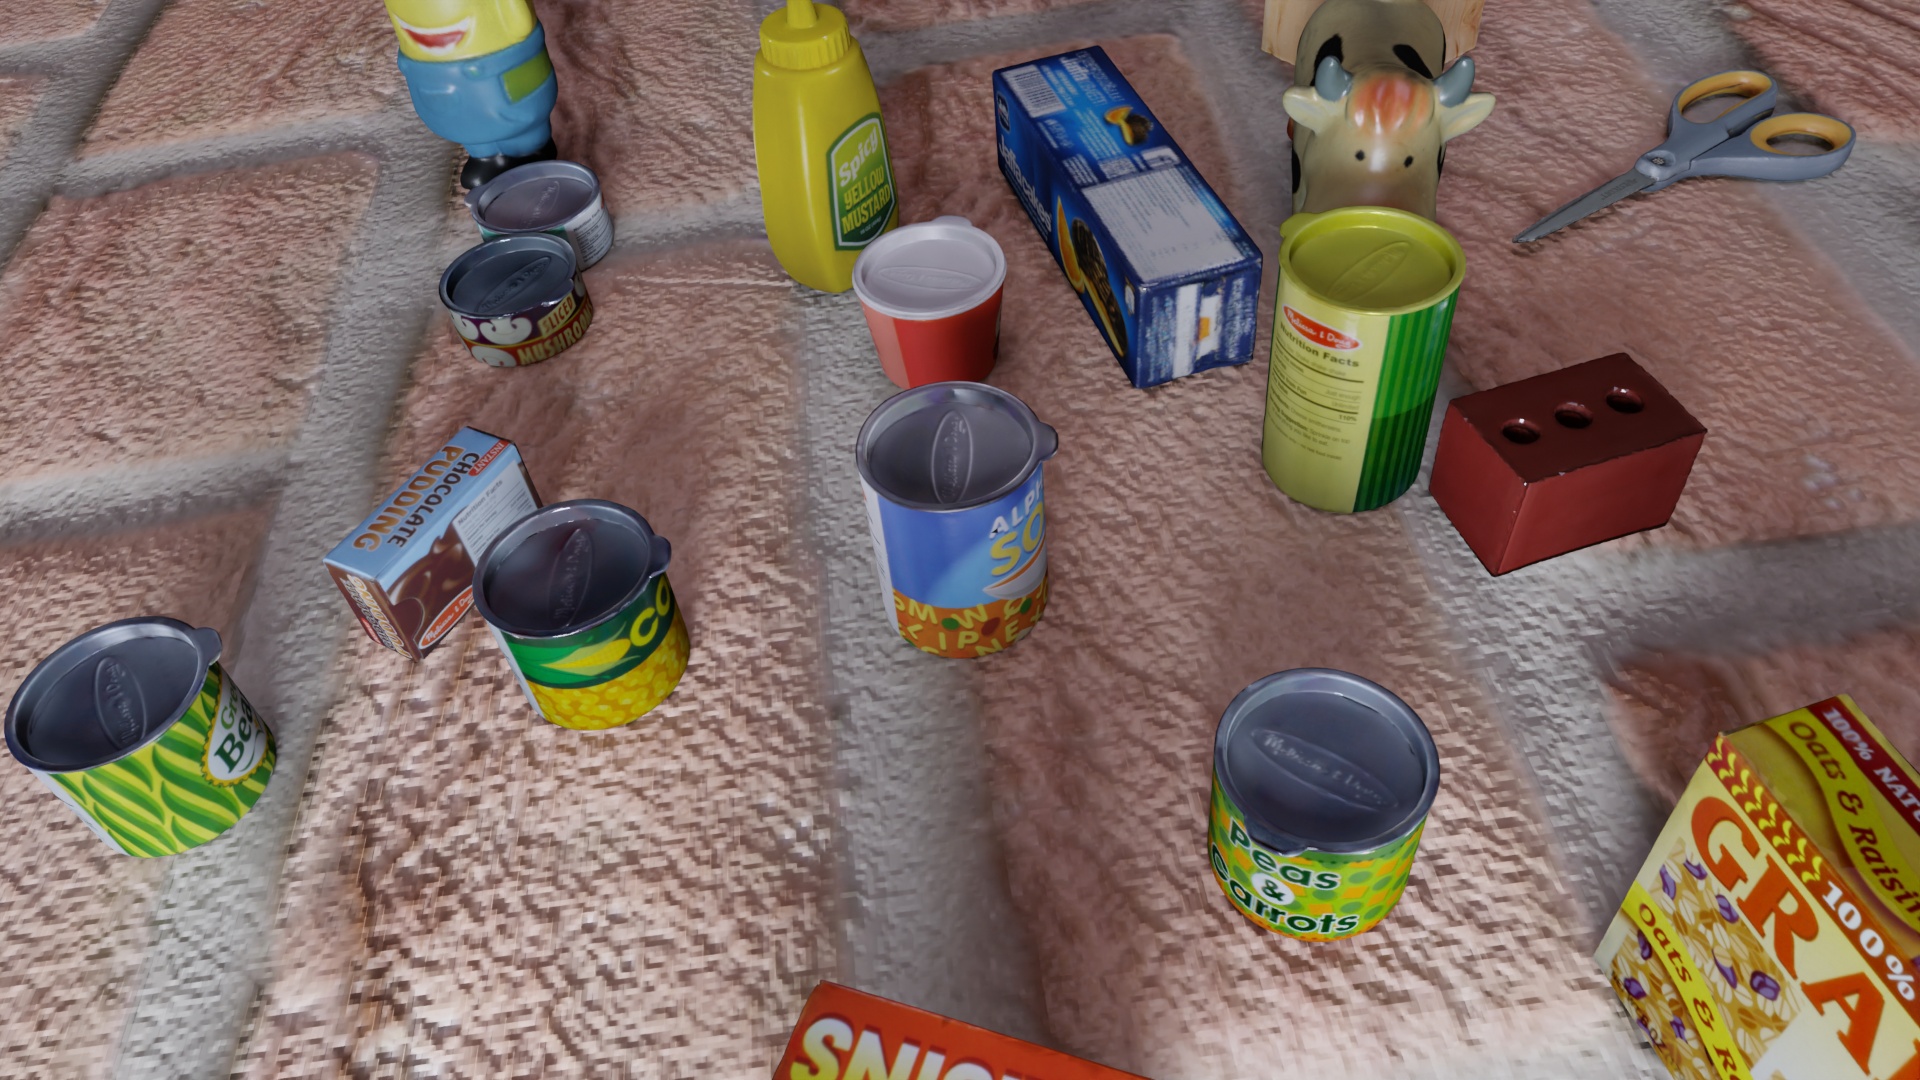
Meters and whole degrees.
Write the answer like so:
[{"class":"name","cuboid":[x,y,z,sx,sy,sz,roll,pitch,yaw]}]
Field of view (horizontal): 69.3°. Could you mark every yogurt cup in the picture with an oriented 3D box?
[{"class":"yogurt cup","cuboid":[-0.012,-0.103,0.627,0.072,0.053,0.073,-3,47,3]}]

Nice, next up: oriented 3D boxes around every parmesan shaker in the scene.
[{"class":"parmesan shaker","cuboid":[0.153,-0.071,0.545,0.071,0.102,0.072,-3,47,3]}]

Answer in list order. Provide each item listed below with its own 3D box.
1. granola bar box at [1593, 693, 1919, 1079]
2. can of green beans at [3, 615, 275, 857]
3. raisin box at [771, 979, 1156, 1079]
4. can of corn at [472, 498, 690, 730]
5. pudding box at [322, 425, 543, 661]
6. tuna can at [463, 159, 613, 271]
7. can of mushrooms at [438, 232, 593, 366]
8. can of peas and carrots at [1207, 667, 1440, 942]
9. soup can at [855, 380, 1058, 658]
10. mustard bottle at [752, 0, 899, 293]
[{"class":"granola bar box","cuboid":[0.230,0.138,0.328,0.039,0.123,0.166,-15,48,-8]},{"class":"can of green beans","cuboid":[-0.288,0.070,0.493,0.071,0.057,0.071,-3,47,3]},{"class":"raisin box","cuboid":[0.006,0.159,0.334,0.086,0.122,0.040,12,50,17]},{"class":"can of corn","cuboid":[-0.136,0.028,0.516,0.071,0.058,0.071,-3,47,3]},{"class":"pudding box","cuboid":[-0.207,0.000,0.555,0.030,0.049,0.084,18,51,21]},{"class":"tuna can","cuboid":[-0.219,-0.166,0.722,0.071,0.032,0.071,-3,47,3]},{"class":"can of mushrooms","cuboid":[-0.213,-0.116,0.675,0.071,0.033,0.071,-3,47,3]},{"class":"can of peas and carrots","cuboid":[0.110,0.085,0.435,0.071,0.058,0.071,-3,47,3]},{"class":"soup can","cuboid":[0.002,-0.006,0.515,0.071,0.083,0.072,-3,47,3]},{"class":"mustard bottle","cuboid":[-0.066,-0.193,0.644,0.049,0.159,0.065,25,54,26]}]
